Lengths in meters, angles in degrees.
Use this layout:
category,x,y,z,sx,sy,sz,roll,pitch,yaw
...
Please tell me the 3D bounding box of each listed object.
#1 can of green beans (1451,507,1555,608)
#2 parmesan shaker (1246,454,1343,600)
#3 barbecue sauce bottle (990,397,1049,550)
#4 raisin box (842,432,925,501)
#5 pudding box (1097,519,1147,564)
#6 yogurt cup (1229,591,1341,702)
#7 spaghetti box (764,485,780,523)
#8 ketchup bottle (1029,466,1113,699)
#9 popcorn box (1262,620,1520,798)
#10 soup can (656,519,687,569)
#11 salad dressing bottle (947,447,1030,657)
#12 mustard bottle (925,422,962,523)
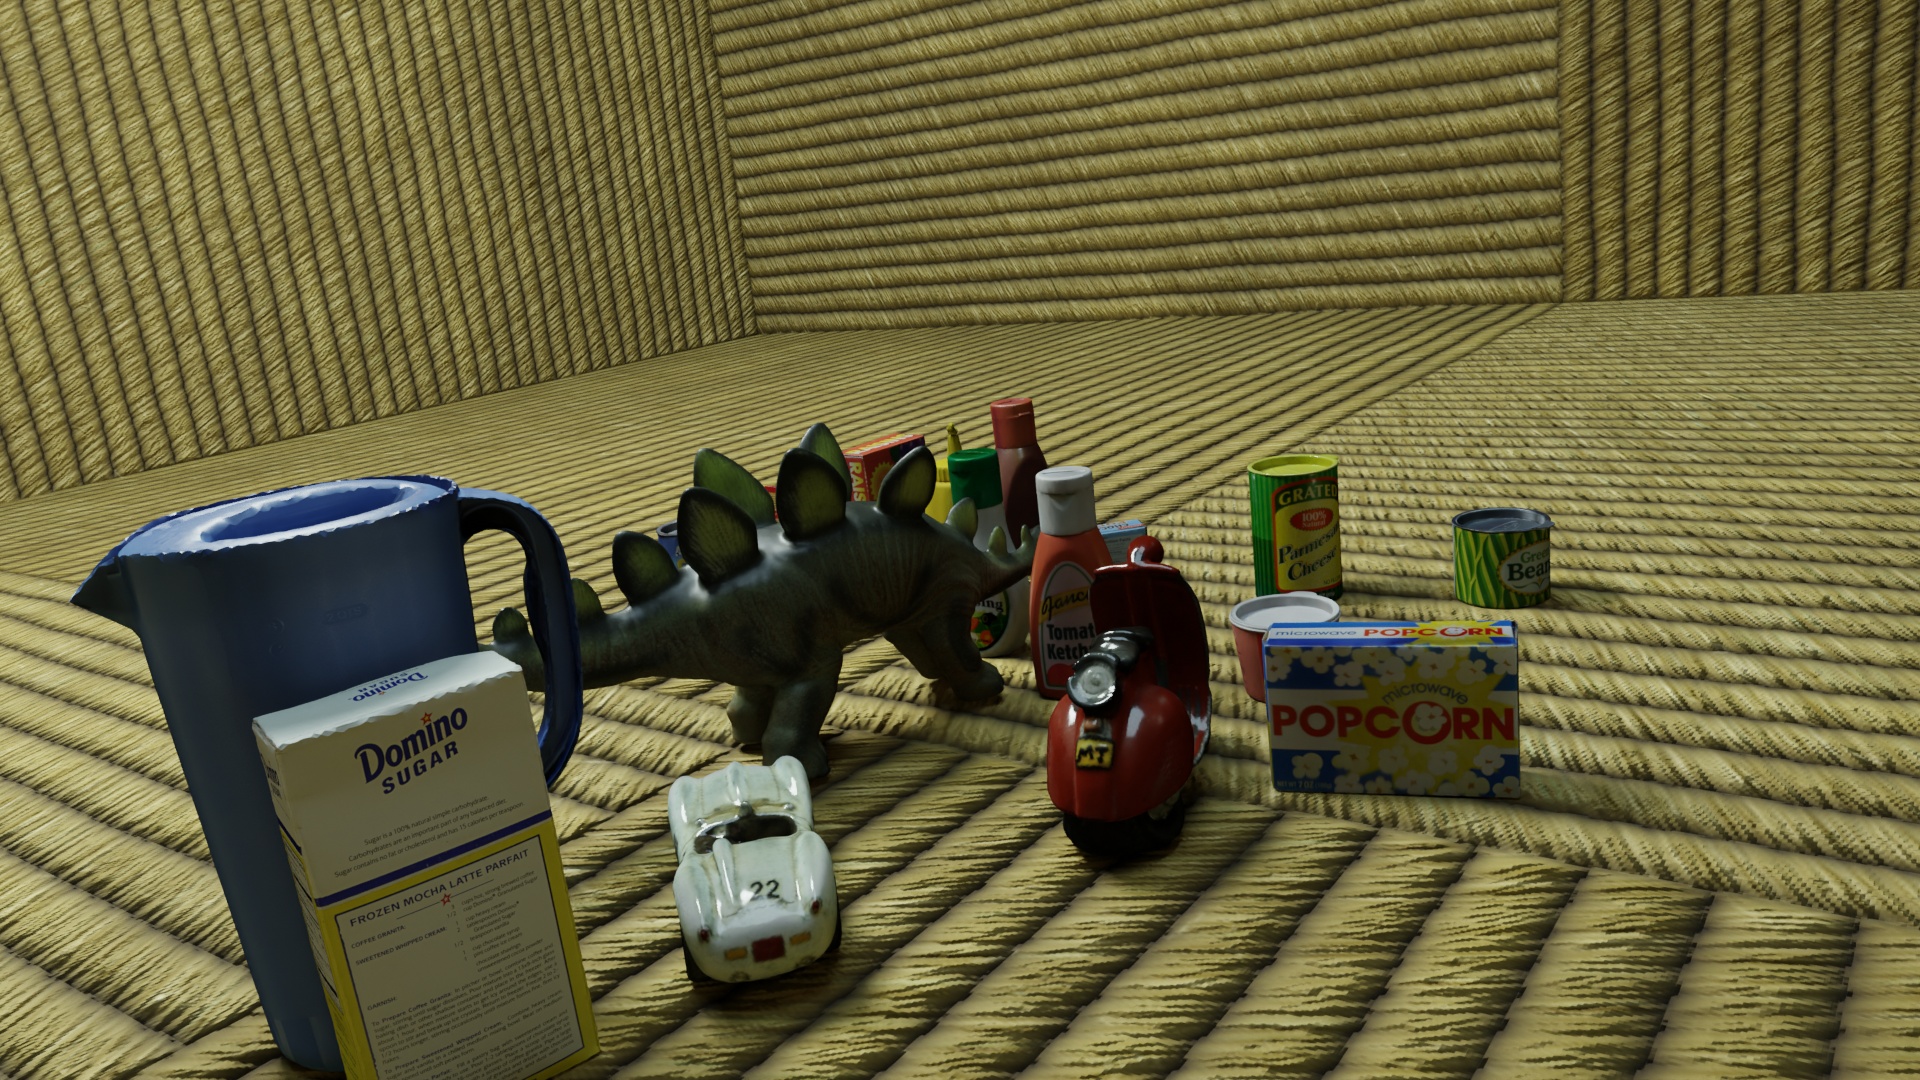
category,x,y,z,sx,sy,sz,roll,pitch,yaw
can of green beans,0.388,0.012,0.997,0.071,0.057,0.071,-6,14,2
parmesan shaker,0.255,-0.008,1.045,0.071,0.102,0.071,-6,14,2
barbecue sauce bottle,0.052,-0.047,1.197,0.065,0.148,0.043,-15,16,-29
raisin box,-0.064,-0.025,1.214,0.040,0.123,0.086,5,18,39
pudding box,0.111,0.013,1.134,0.084,0.049,0.030,-8,14,-6
yogurt cup,0.205,0.069,0.871,0.072,0.053,0.072,-6,14,2
spaghetti box,-0.111,-0.023,1.375,0.250,0.050,0.029,5,18,37
ketchup bottle,0.074,0.027,0.901,0.065,0.148,0.044,-4,14,12
popcorn box,0.226,0.087,0.728,0.126,0.085,0.038,-2,15,19
soup can,-0.214,0.026,1.165,0.071,0.083,0.071,-6,14,2
salad dressing bottle,0.016,0.008,1.002,0.064,0.147,0.044,3,17,34
mustard bottle,0.004,-0.013,1.066,0.065,0.159,0.049,-14,15,-25
